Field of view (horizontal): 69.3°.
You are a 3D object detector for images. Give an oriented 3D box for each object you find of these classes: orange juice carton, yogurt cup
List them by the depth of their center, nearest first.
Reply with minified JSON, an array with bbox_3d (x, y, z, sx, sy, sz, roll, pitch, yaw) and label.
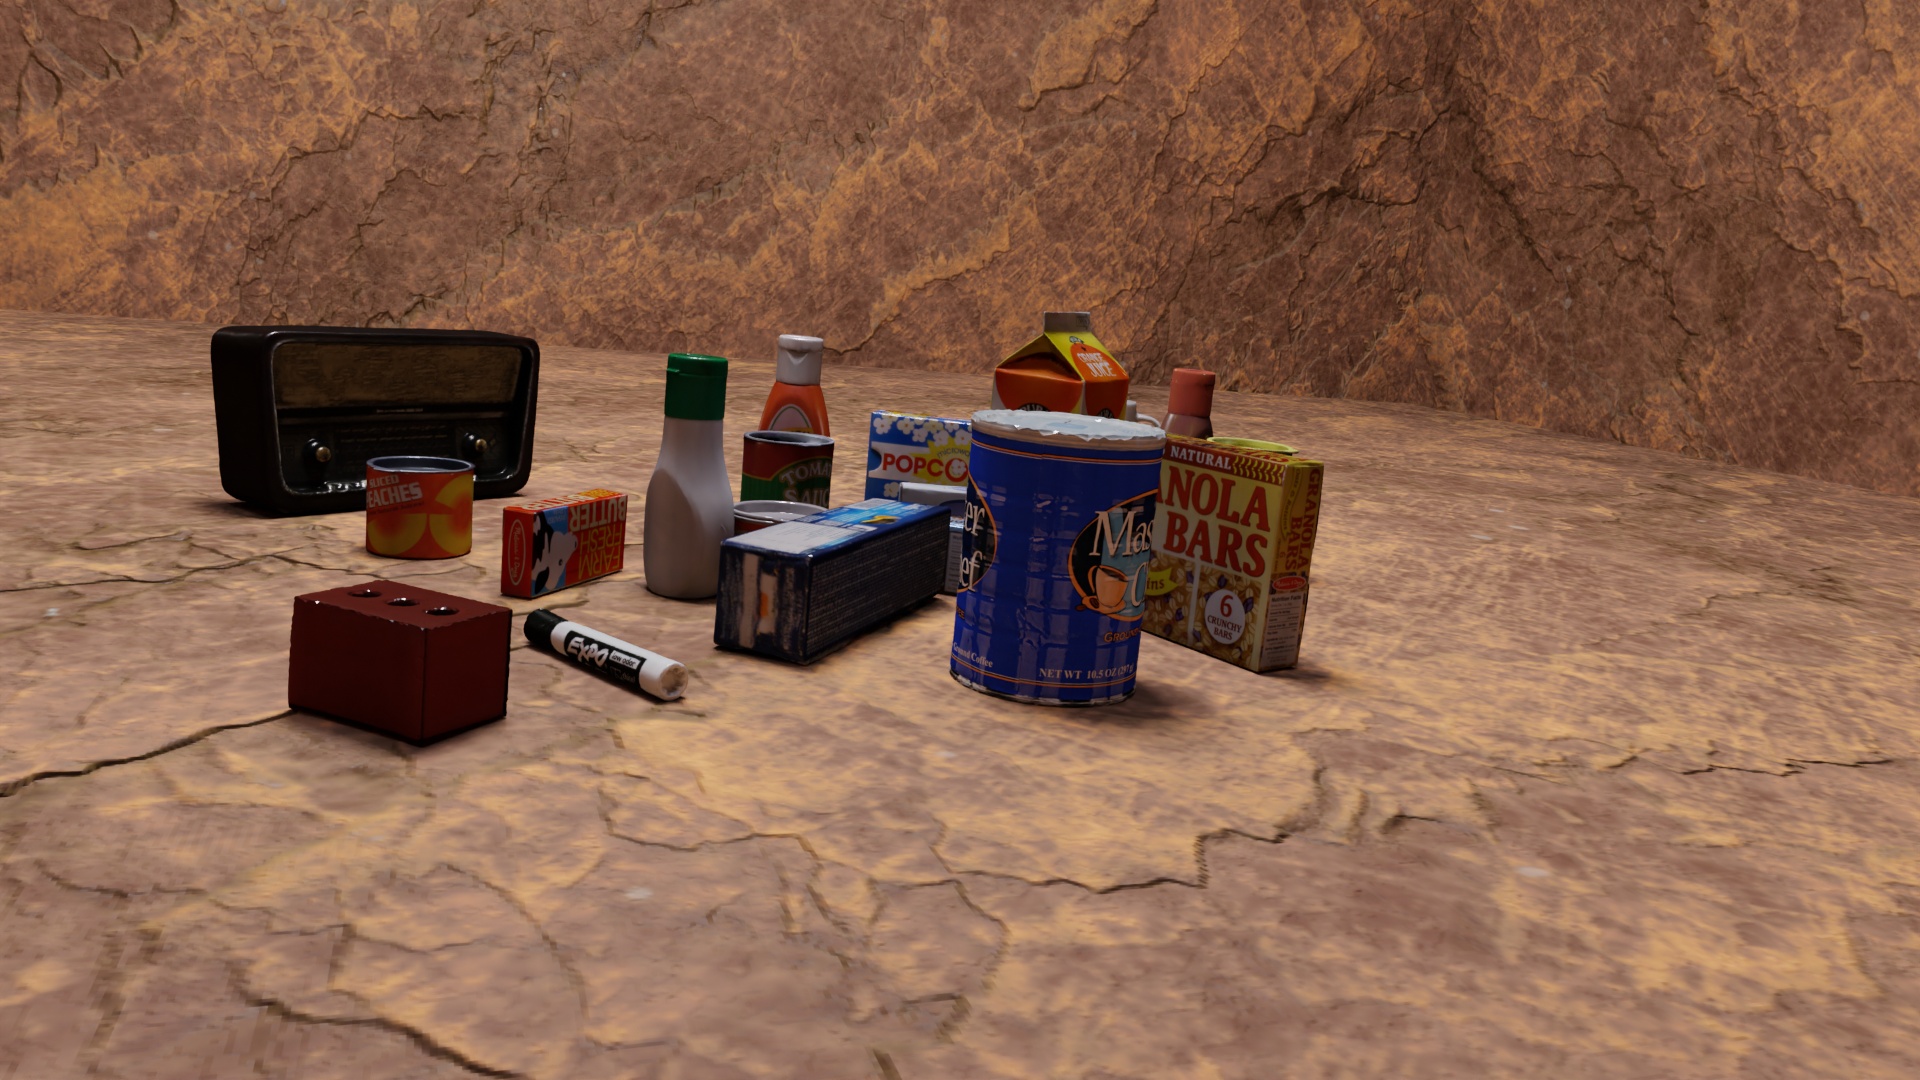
[{"bbox_3d":[-0.117,0.006,0.888,0.072,0.053,0.072,5,11,-1],"label":"yogurt cup"},{"bbox_3d":[0.065,-0.063,0.965,0.073,0.192,0.072,12,12,31],"label":"orange juice carton"}]

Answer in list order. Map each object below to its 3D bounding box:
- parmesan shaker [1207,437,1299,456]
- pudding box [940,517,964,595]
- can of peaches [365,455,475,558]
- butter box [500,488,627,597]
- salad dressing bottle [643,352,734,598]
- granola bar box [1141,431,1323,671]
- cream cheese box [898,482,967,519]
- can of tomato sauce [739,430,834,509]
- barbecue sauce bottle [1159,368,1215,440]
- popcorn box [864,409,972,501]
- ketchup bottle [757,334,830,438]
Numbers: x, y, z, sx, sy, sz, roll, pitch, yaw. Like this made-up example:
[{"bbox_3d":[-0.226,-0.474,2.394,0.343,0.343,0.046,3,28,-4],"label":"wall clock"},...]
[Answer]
[{"bbox_3d":[0.221,-0.024,1.080,0.071,0.103,0.071,5,10,-1],"label":"parmesan shaker"},{"bbox_3d":[-0.003,0.010,0.932,0.084,0.049,0.030,8,11,14],"label":"pudding box"},{"bbox_3d":[-0.354,-0.022,0.905,0.071,0.058,0.071,5,11,-1],"label":"can of peaches"},{"bbox_3d":[-0.243,0.000,0.858,0.024,0.053,0.104,9,11,17],"label":"butter box"},{"bbox_3d":[-0.166,-0.040,0.855,0.064,0.147,0.044,14,13,40],"label":"salad dressing bottle"},{"bbox_3d":[0.144,-0.001,0.864,0.039,0.124,0.165,-2,13,-36],"label":"granola bar box"},{"bbox_3d":[0.004,-0.013,1.047,0.104,0.053,0.024,5,10,-4],"label":"cream cheese box"},{"bbox_3d":[-0.127,-0.035,1.016,0.071,0.083,0.071,5,10,-1],"label":"can of tomato sauce"},{"bbox_3d":[0.192,-0.072,1.193,0.043,0.148,0.065,14,14,41],"label":"barbecue sauce bottle"},{"bbox_3d":[-0.017,-0.067,1.232,0.127,0.085,0.038,8,11,12],"label":"popcorn box"},{"bbox_3d":[-0.136,-0.093,1.141,0.065,0.148,0.043,6,10,1],"label":"ketchup bottle"}]
